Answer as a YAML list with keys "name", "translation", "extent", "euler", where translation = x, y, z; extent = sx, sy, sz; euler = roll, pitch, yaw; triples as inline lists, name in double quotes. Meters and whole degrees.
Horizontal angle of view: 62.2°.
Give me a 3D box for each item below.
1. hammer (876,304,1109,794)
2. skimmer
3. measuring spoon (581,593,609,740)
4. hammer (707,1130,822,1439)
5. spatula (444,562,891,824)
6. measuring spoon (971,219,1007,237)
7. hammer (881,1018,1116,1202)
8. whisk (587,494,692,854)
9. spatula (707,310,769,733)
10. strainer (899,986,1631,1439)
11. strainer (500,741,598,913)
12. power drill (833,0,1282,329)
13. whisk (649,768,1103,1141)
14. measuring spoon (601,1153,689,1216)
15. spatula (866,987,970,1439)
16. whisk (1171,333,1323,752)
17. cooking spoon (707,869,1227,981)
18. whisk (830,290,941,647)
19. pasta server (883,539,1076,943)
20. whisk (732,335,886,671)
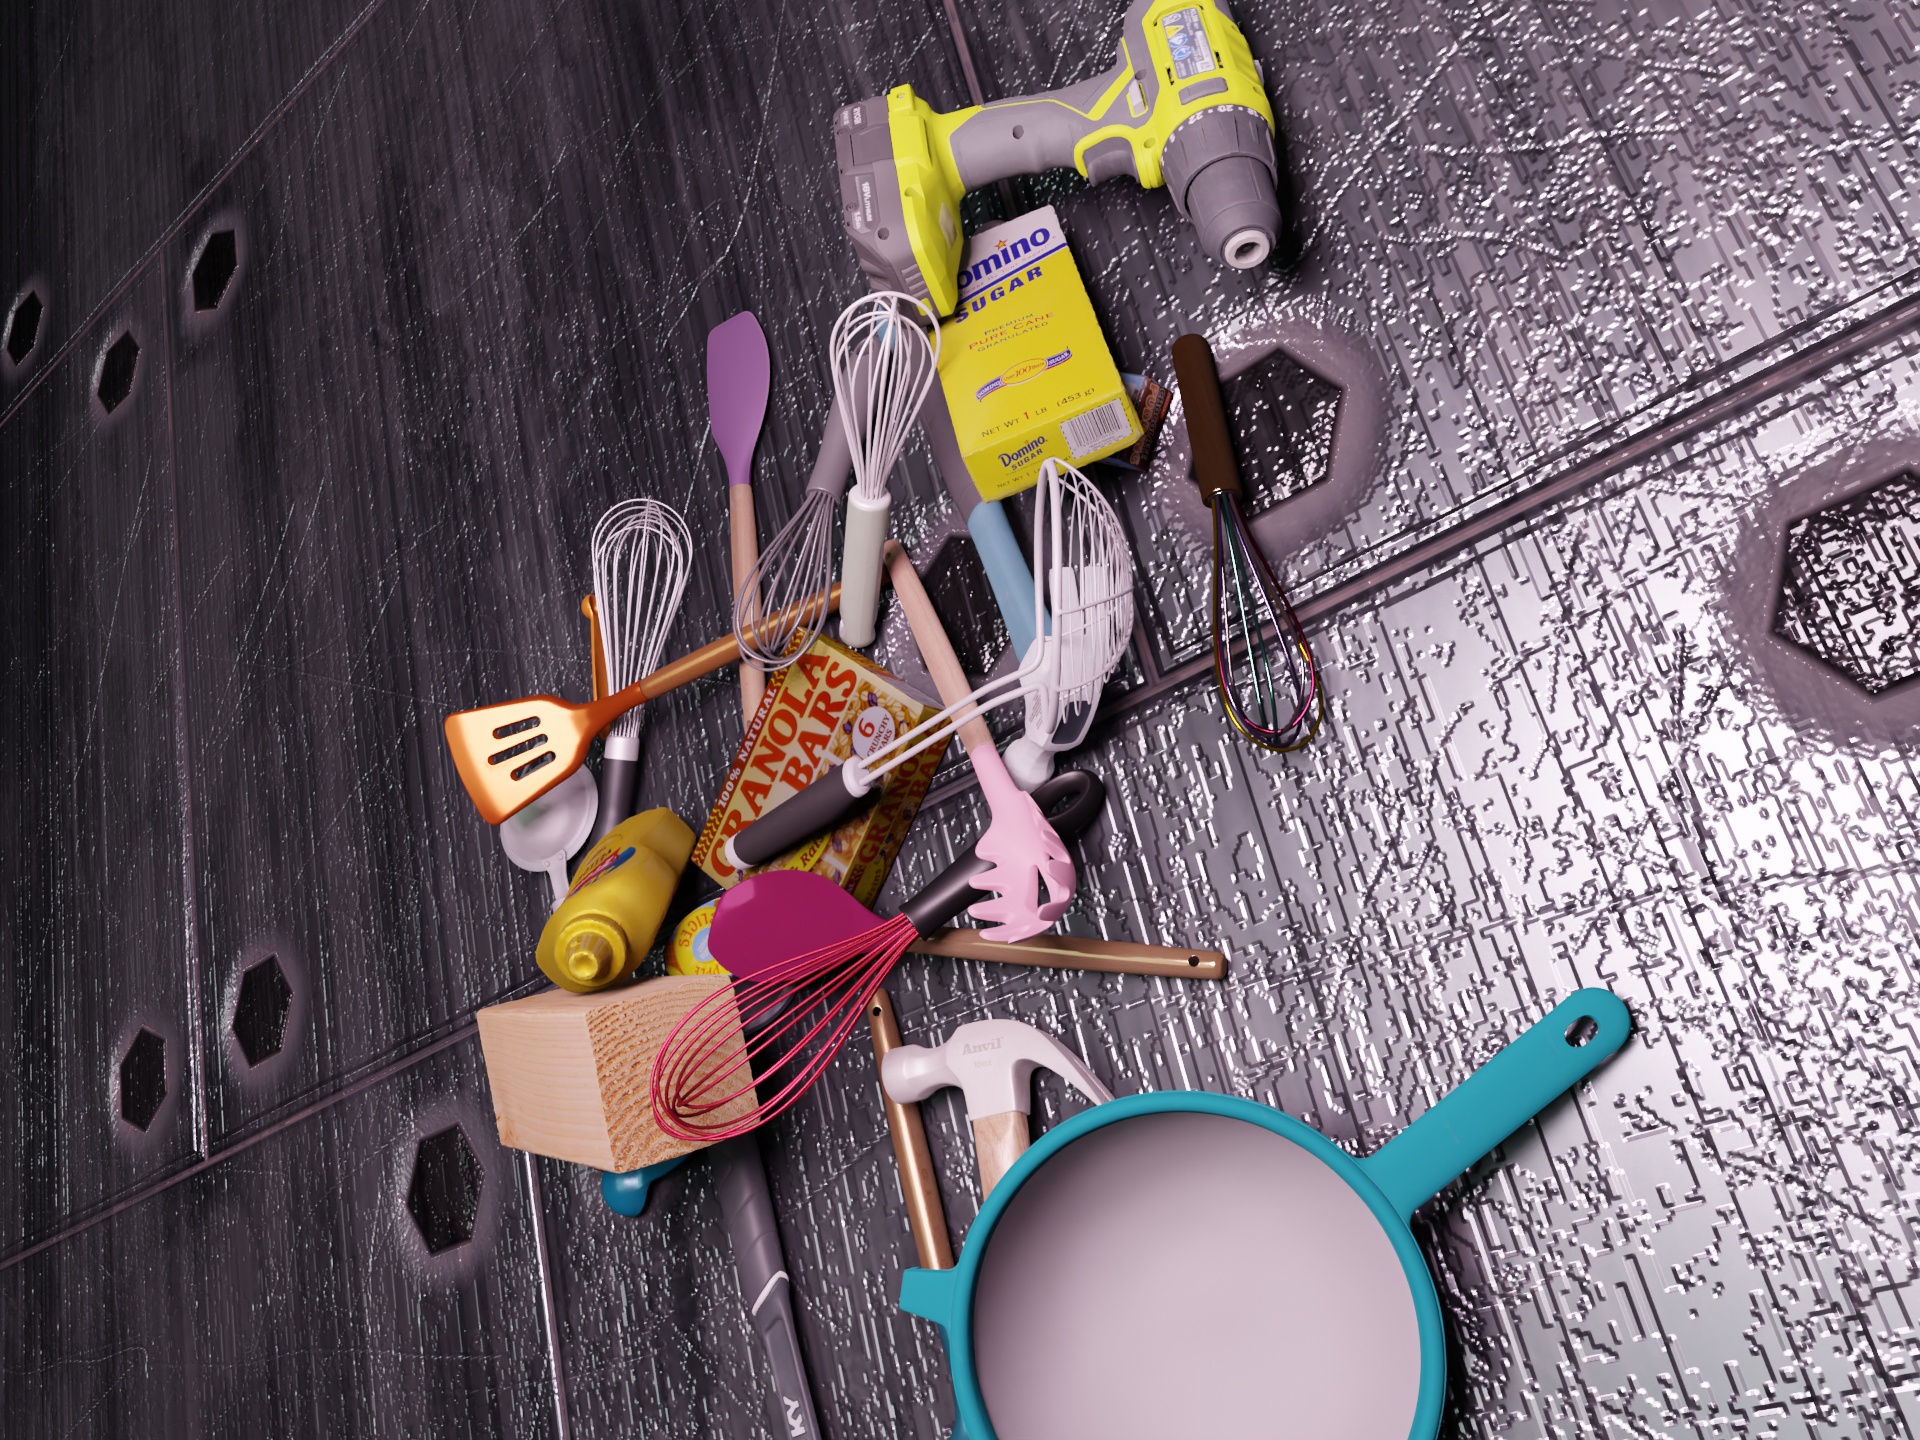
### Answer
- name: "hammer"
  translation: [0.009, -0.128, 0.918]
  extent: [0.128, 0.033, 0.331]
  euler: [118, 140, -48]
- name: "skimmer"
  translation: [-0.040, -0.004, 0.828]
  extent: [0.363, 0.090, 0.127]
  euler: [-32, 47, 40]
- name: "measuring spoon"
  translation: [-0.261, -0.038, 1.134]
  extent: [0.011, 0.021, 0.117]
  euler: [-16, 65, 12]
- name: "hammer"
  translation: [-0.109, 0.357, 0.928]
  extent: [0.149, 0.036, 0.409]
  euler: [-35, 61, 29]
- name: "spatula"
  translation: [-0.187, -0.028, 1.027]
  extent: [0.322, 0.041, 0.081]
  euler: [-24, 88, 18]
- name: "measuring spoon"
  translation: [0.037, -0.257, 0.952]
  extent: [0.034, 0.018, 0.124]
  euler: [-43, 58, 23]
- name: "hammer"
  translation: [0.035, 0.313, 0.795]
  extent: [0.130, 0.031, 0.332]
  euler: [-19, 62, 25]
- name: "whisk"
  translation: [-0.229, -0.013, 1.092]
  extent: [0.070, 0.070, 0.284]
  euler: [6, 89, 39]
- name: "spatula"
  translation: [-0.145, -0.134, 1.070]
  extent: [0.060, 0.018, 0.316]
  euler: [-17, 69, 34]
- name: "strainer"
  translation: [0.156, 0.233, 0.718]
  extent: [0.340, 0.095, 0.211]
  euler: [-39, 75, 1]
- name: "strainer"
  translation: [-0.277, 0.122, 1.109]
  extent: [0.087, 0.050, 0.259]
  euler: [-28, 67, 15]
- name: "power drill"
  translation: [0.055, -0.294, 0.855]
  extent: [0.228, 0.080, 0.191]
  euler: [-14, 59, 11]
- name: "whisk"
  translation: [-0.041, 0.121, 0.846]
  extent: [0.296, 0.073, 0.073]
  euler: [-38, 55, -8]
- name: "measuring spoon"
  translation: [-0.198, 0.278, 1.000]
  extent: [0.128, 0.021, 0.042]
  euler: [-45, 51, 43]
- name: "spatula"
  translation: [-0.013, 0.294, 0.859]
  extent: [0.082, 0.044, 0.318]
  euler: [-20, 65, 8]
- name: "whisk"
  translation: [0.144, -0.095, 0.825]
  extent: [0.047, 0.051, 0.245]
  euler: [-14, 67, 14]
- name: "cooking spoon"
  translation: [-0.008, 0.122, 0.874]
  extent: [0.319, 0.017, 0.069]
  euler: [1, 65, 29]
- name: "whisk"
  translation: [-0.050, -0.134, 0.906]
  extent: [0.246, 0.059, 0.058]
  euler: [99, 167, -45]
- name: "pasta server"
  translation: [-0.001, -0.003, 0.876]
  extent: [0.060, 0.040, 0.317]
  euler: [-49, 42, 25]
- name: "whisk"
  translation: [-0.087, -0.138, 0.983]
  extent: [0.055, 0.055, 0.239]
  euler: [-1, 63, 38]
